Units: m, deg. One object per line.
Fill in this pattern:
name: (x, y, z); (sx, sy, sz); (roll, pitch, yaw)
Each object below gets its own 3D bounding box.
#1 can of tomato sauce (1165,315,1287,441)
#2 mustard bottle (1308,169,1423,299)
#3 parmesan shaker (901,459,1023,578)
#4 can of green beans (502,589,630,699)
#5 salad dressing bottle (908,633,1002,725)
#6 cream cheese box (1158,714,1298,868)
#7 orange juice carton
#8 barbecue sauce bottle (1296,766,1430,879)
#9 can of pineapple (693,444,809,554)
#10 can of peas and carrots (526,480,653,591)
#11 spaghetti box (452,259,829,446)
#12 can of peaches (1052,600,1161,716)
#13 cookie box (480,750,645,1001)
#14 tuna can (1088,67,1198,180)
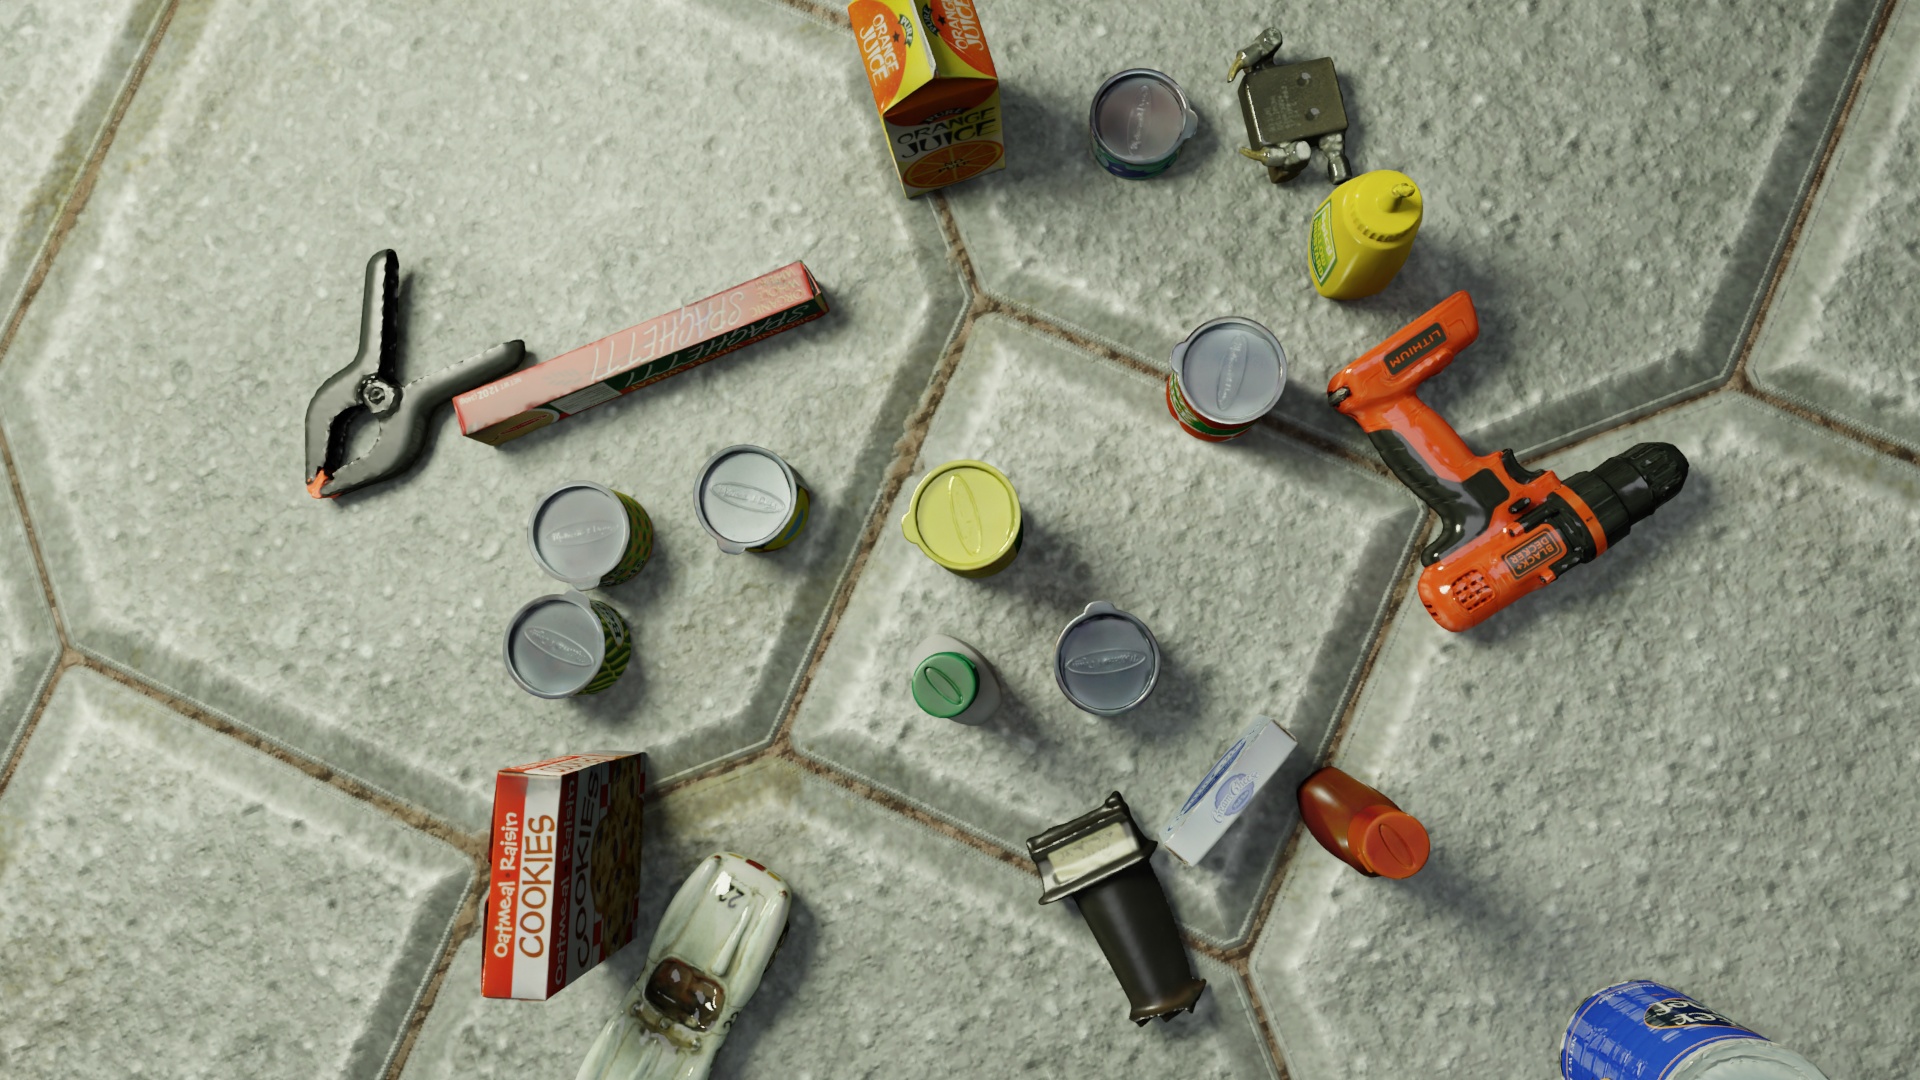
can of tomato sauce: (0.164, -0.100, 0.879); (0.071, 0.083, 0.071); (0, 85, 3)
mustard bottle: (0.248, -0.191, 0.843); (0.049, 0.160, 0.065); (-6, 85, 3)
parmesan shaker: (0.003, -0.011, 0.870); (0.071, 0.103, 0.071); (0, 85, 3)
can of green beans: (-0.253, 0.069, 0.900); (0.071, 0.058, 0.071); (0, 85, 3)
salad dressing bottle: (-0.005, 0.085, 0.839); (0.064, 0.147, 0.044); (44, 89, 6)
cream cheese box: (0.167, 0.156, 0.870); (0.024, 0.053, 0.104); (41, 88, 6)
orange juice carton: (-0.019, -0.282, 0.850); (0.073, 0.192, 0.072); (-17, 85, 2)
barbecue sauce bottle: (0.238, 0.170, 0.817); (0.043, 0.148, 0.065); (-35, 84, 0)
can of pineapple: (-0.135, -0.025, 0.902); (0.071, 0.058, 0.071); (0, 85, 3)
can of peas and carrots: (-0.239, -0.001, 0.905); (0.071, 0.058, 0.071); (0, 85, 3)
spaghetti box: (-0.208, -0.123, 0.919); (0.250, 0.050, 0.028); (-22, 84, 1)
can of peaches: (0.091, 0.074, 0.880); (0.071, 0.058, 0.071); (0, 85, 3)
cookie box: (-0.234, 0.193, 0.832); (0.040, 0.167, 0.123); (2, 85, 4)
tuna can: (0.121, -0.275, 0.922); (0.071, 0.033, 0.071); (0, 85, 3)
